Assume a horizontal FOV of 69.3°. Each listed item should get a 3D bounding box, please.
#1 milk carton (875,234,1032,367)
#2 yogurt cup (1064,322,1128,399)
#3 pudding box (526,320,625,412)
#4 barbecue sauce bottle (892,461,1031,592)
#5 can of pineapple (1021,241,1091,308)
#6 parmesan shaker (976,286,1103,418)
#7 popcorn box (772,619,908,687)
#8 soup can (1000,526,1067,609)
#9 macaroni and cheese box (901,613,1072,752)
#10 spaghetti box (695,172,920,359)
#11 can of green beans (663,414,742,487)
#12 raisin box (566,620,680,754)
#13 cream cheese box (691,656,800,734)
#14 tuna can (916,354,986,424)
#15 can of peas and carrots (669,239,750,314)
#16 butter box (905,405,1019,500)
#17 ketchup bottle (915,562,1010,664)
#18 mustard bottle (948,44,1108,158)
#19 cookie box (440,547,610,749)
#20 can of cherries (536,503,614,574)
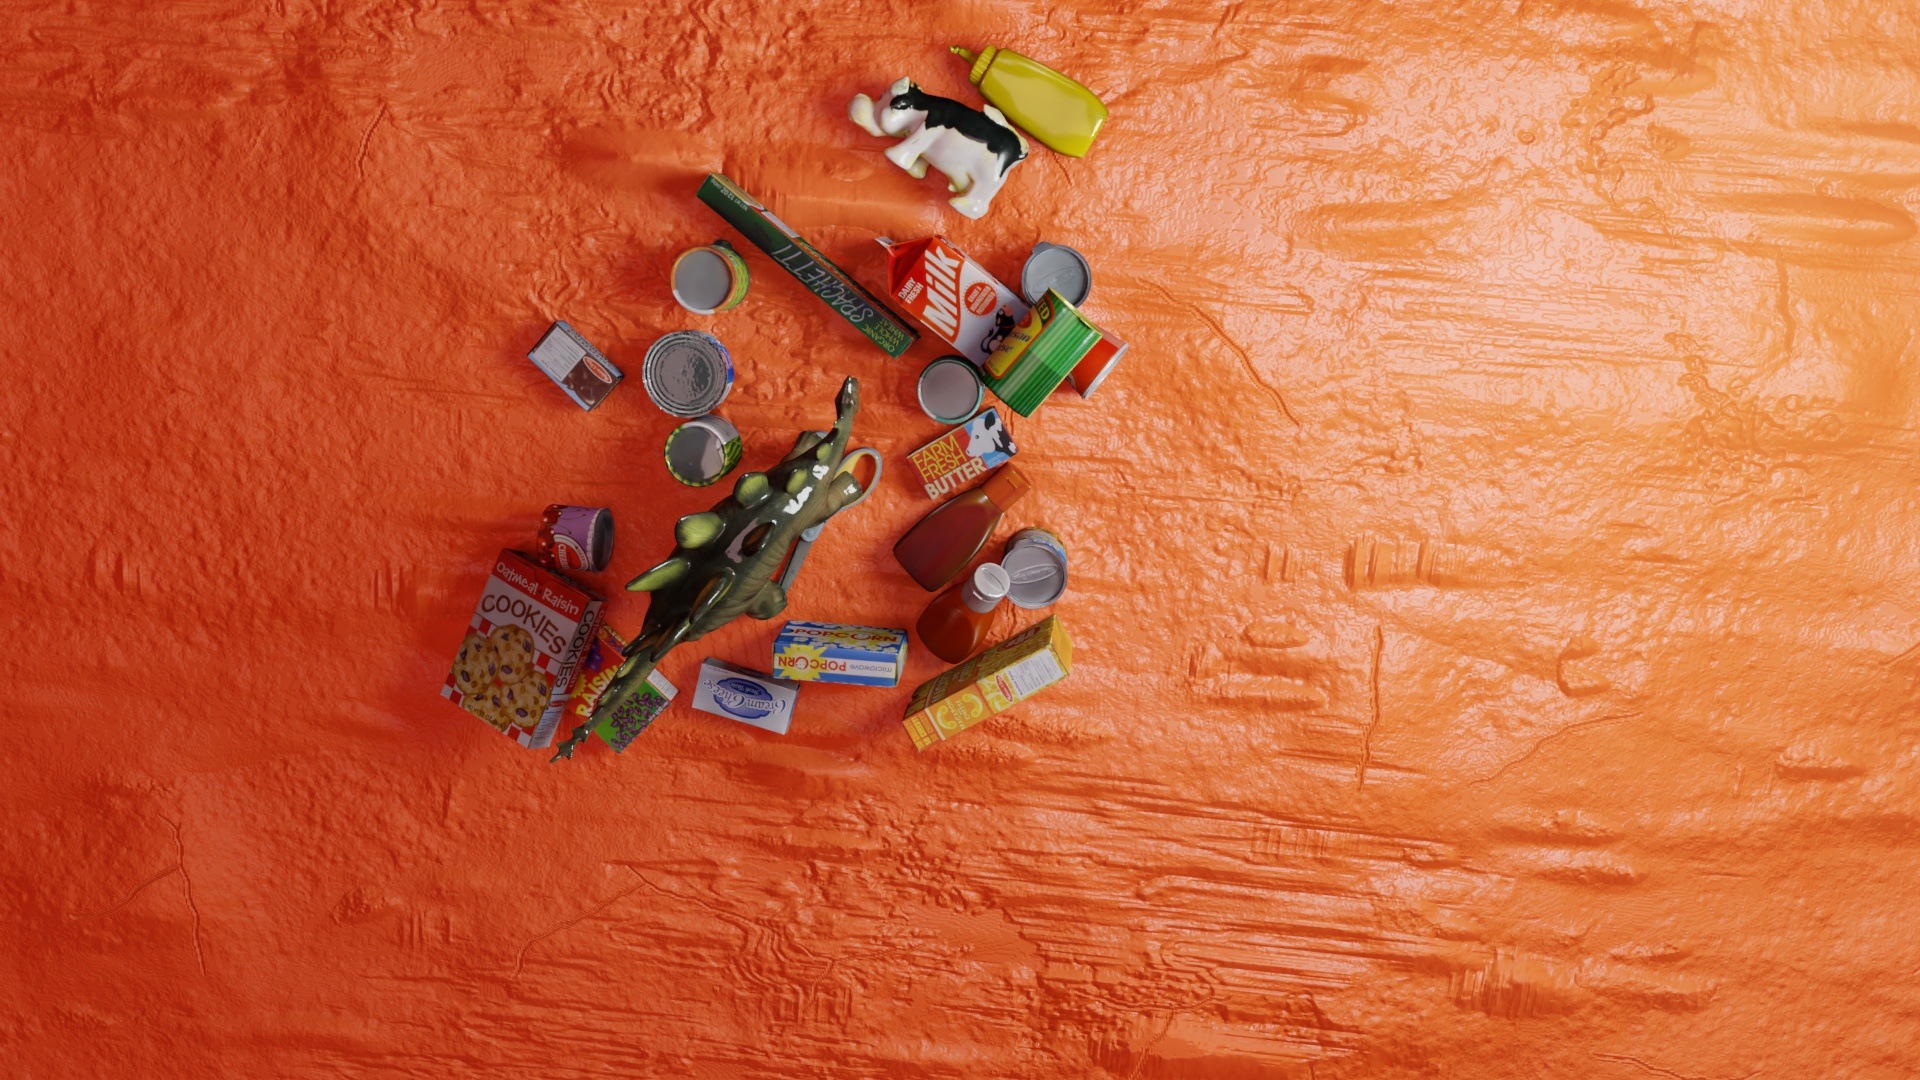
[{"bbox_3d":[-0.001,-0.230,1.326,0.190,0.072,0.073,38,103,-4],"label":"milk carton"},{"bbox_3d":[0.120,-0.177,1.334,0.054,0.072,0.072,40,102,3],"label":"yogurt cup"},{"bbox_3d":[-0.384,-0.174,1.389,0.083,0.030,0.049,43,101,-5],"label":"pudding box"},{"bbox_3d":[0.005,-0.017,1.386,0.148,0.044,0.065,-42,97,11],"label":"barbecue sauce bottle"},{"bbox_3d":[0.091,-0.251,1.322,0.071,0.058,0.070,1,102,4],"label":"can of pineapple"},{"bbox_3d":[0.072,-0.169,1.260,0.071,0.071,0.103,41,102,-5],"label":"parmesan shaker"},{"bbox_3d":[-0.120,0.113,1.402,0.127,0.085,0.038,5,104,3],"label":"popcorn box"},{"bbox_3d":[0.072,0.023,1.369,0.071,0.084,0.071,1,102,4],"label":"soup can"},{"bbox_3d":[0.028,0.139,1.376,0.166,0.124,0.040,-28,96,10],"label":"macaroni and cheese box"},{"bbox_3d":[-0.145,-0.265,1.341,0.250,0.050,0.028,39,104,-4],"label":"spaghetti box"},{"bbox_3d":[-0.256,-0.089,1.382,0.071,0.058,0.071,1,102,4],"label":"can of green beans"},{"bbox_3d":[-0.369,0.149,1.452,0.123,0.040,0.086,44,103,-7],"label":"raisin box"},{"bbox_3d":[-0.224,0.162,1.451,0.104,0.024,0.053,16,104,1],"label":"cream cheese box"},{"bbox_3d":[-0.007,-0.149,1.364,0.071,0.033,0.071,1,102,5],"label":"tuna can"},{"bbox_3d":[-0.242,-0.256,1.346,0.071,0.059,0.070,1,103,4],"label":"can of peas and carrots"},{"bbox_3d":[0.002,-0.086,1.381,0.103,0.024,0.053,-29,98,9],"label":"butter box"},{"bbox_3d":[0.005,0.069,1.358,0.065,0.148,0.044,44,57,4],"label":"ketchup bottle"},{"bbox_3d":[0.059,-0.420,1.293,0.160,0.049,0.065,33,105,-3],"label":"mustard bottle"},{"bbox_3d":[-0.444,0.109,1.416,0.123,0.040,0.167,26,95,20],"label":"cookie box"},{"bbox_3d":[-0.390,-0.001,1.405,0.058,0.071,0.071,5,103,3],"label":"can of cherries"}]
